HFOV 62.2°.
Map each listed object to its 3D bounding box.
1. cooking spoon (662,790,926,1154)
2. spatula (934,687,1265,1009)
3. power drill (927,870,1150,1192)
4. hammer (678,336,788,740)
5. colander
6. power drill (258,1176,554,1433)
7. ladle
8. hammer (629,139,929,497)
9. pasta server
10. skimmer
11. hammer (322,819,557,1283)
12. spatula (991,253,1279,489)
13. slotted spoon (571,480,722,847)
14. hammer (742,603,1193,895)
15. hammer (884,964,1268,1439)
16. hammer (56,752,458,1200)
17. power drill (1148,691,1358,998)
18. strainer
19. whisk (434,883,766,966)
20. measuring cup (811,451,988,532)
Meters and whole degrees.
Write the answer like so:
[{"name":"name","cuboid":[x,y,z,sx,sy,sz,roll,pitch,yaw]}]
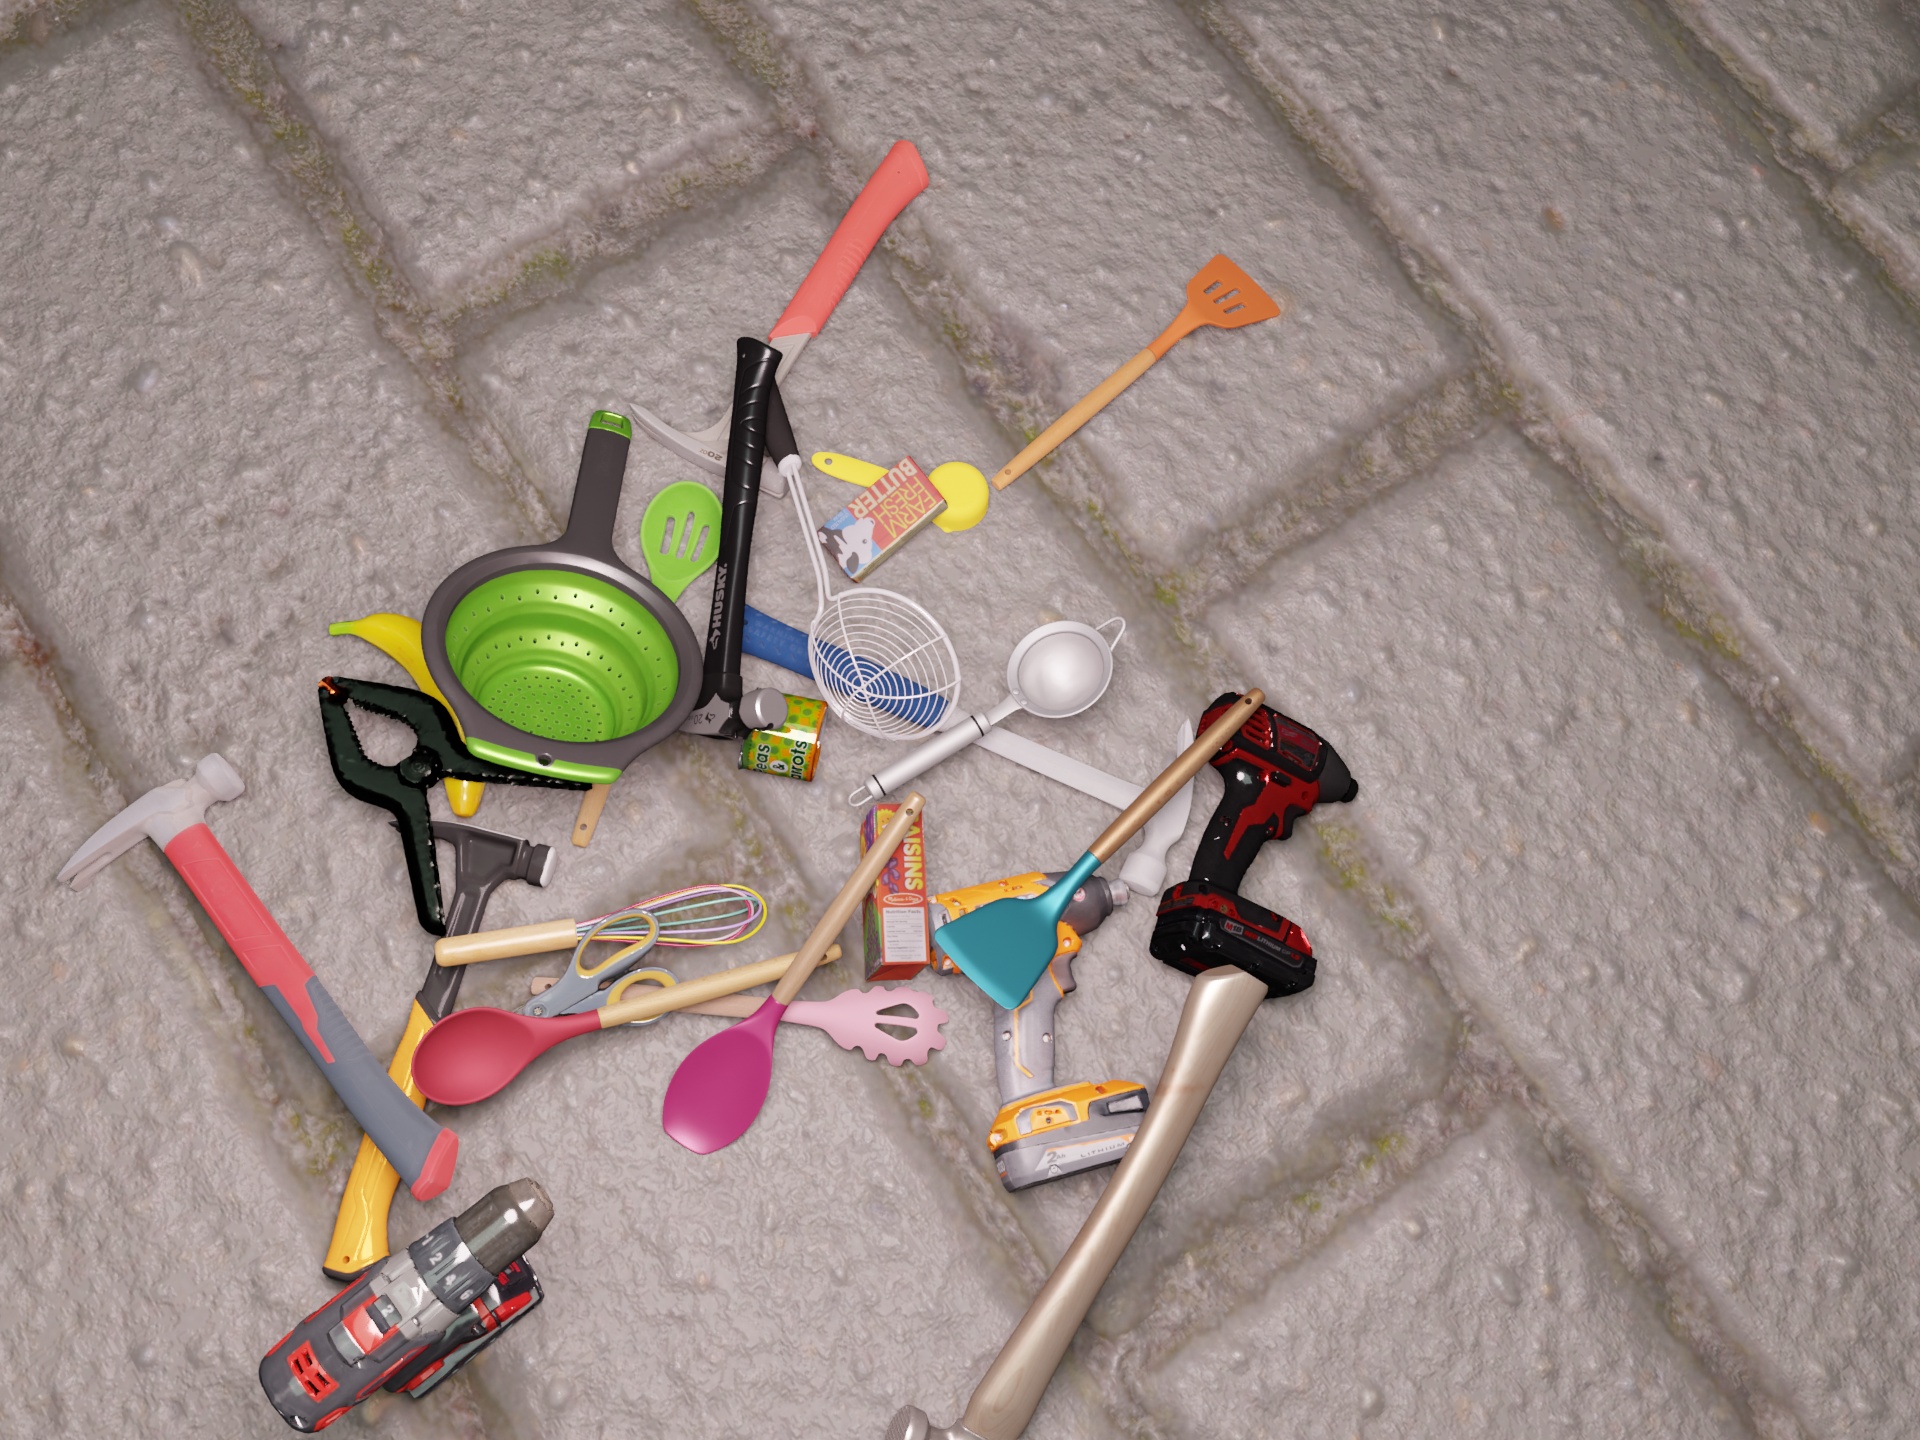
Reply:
[{"name":"cooking spoon","cuboid":[-0.119,0.185,1.172,0.069,0.017,0.319,34,96,-1]},{"name":"spatula","cuboid":[0.119,0.083,1.190,0.317,0.044,0.082,-44,70,-11]},{"name":"power drill","cuboid":[0.074,0.223,1.201,0.164,0.084,0.227,-13,71,-11]},{"name":"hammer","cuboid":[-0.180,-0.147,1.257,0.035,0.146,0.335,17,71,-44]},{"name":"colander","cuboid":[-0.305,-0.090,1.249,0.204,0.094,0.398,14,47,-17]},{"name":"power drill","cuboid":[-0.337,0.372,1.040,0.188,0.226,0.080,-38,79,-14]},{"name":"ladle","cuboid":[-0.238,0.209,1.159,0.315,0.031,0.069,-14,105,-17]},{"name":"hammer","cuboid":[-0.137,-0.369,1.392,0.149,0.036,0.359,27,73,4]},{"name":"pasta server","cuboid":[-0.167,0.219,1.210,0.316,0.040,0.060,5,72,1]},{"name":"skimmer","cuboid":[-0.099,-0.151,1.275,0.090,0.127,0.364,8,52,-41]},{"name":"hammer","cuboid":[-0.408,0.239,1.178,0.127,0.034,0.337,13,72,-1]},{"name":"spatula","cuboid":[0.149,-0.303,1.403,0.322,0.041,0.081,-41,80,-11]},{"name":"slotted spoon","cuboid":[-0.259,-0.048,1.286,0.070,0.031,0.314,15,74,0]},{"name":"hammer","cuboid":[-0.002,-0.004,1.288,0.405,0.035,0.144,24,72,3]},{"name":"hammer","cuboid":[0.110,0.362,1.115,0.146,0.038,0.410,31,86,-12]},{"name":"hammer","cuboid":[-0.500,0.201,1.153,0.143,0.038,0.386,-39,71,-14]},{"name":"power drill","cuboid":[0.237,0.099,1.248,0.143,0.078,0.220,26,65,-18]},{"name":"strainer","cuboid":[0.023,-0.002,1.250,0.258,0.050,0.087,-31,58,-7]},{"name":"whisk","cuboid":[-0.266,0.158,1.194,0.245,0.051,0.047,-7,82,-16]},{"name":"measuring cup","cuboid":[-0.051,-0.206,1.350,0.156,0.029,0.062,16,72,-1]}]
